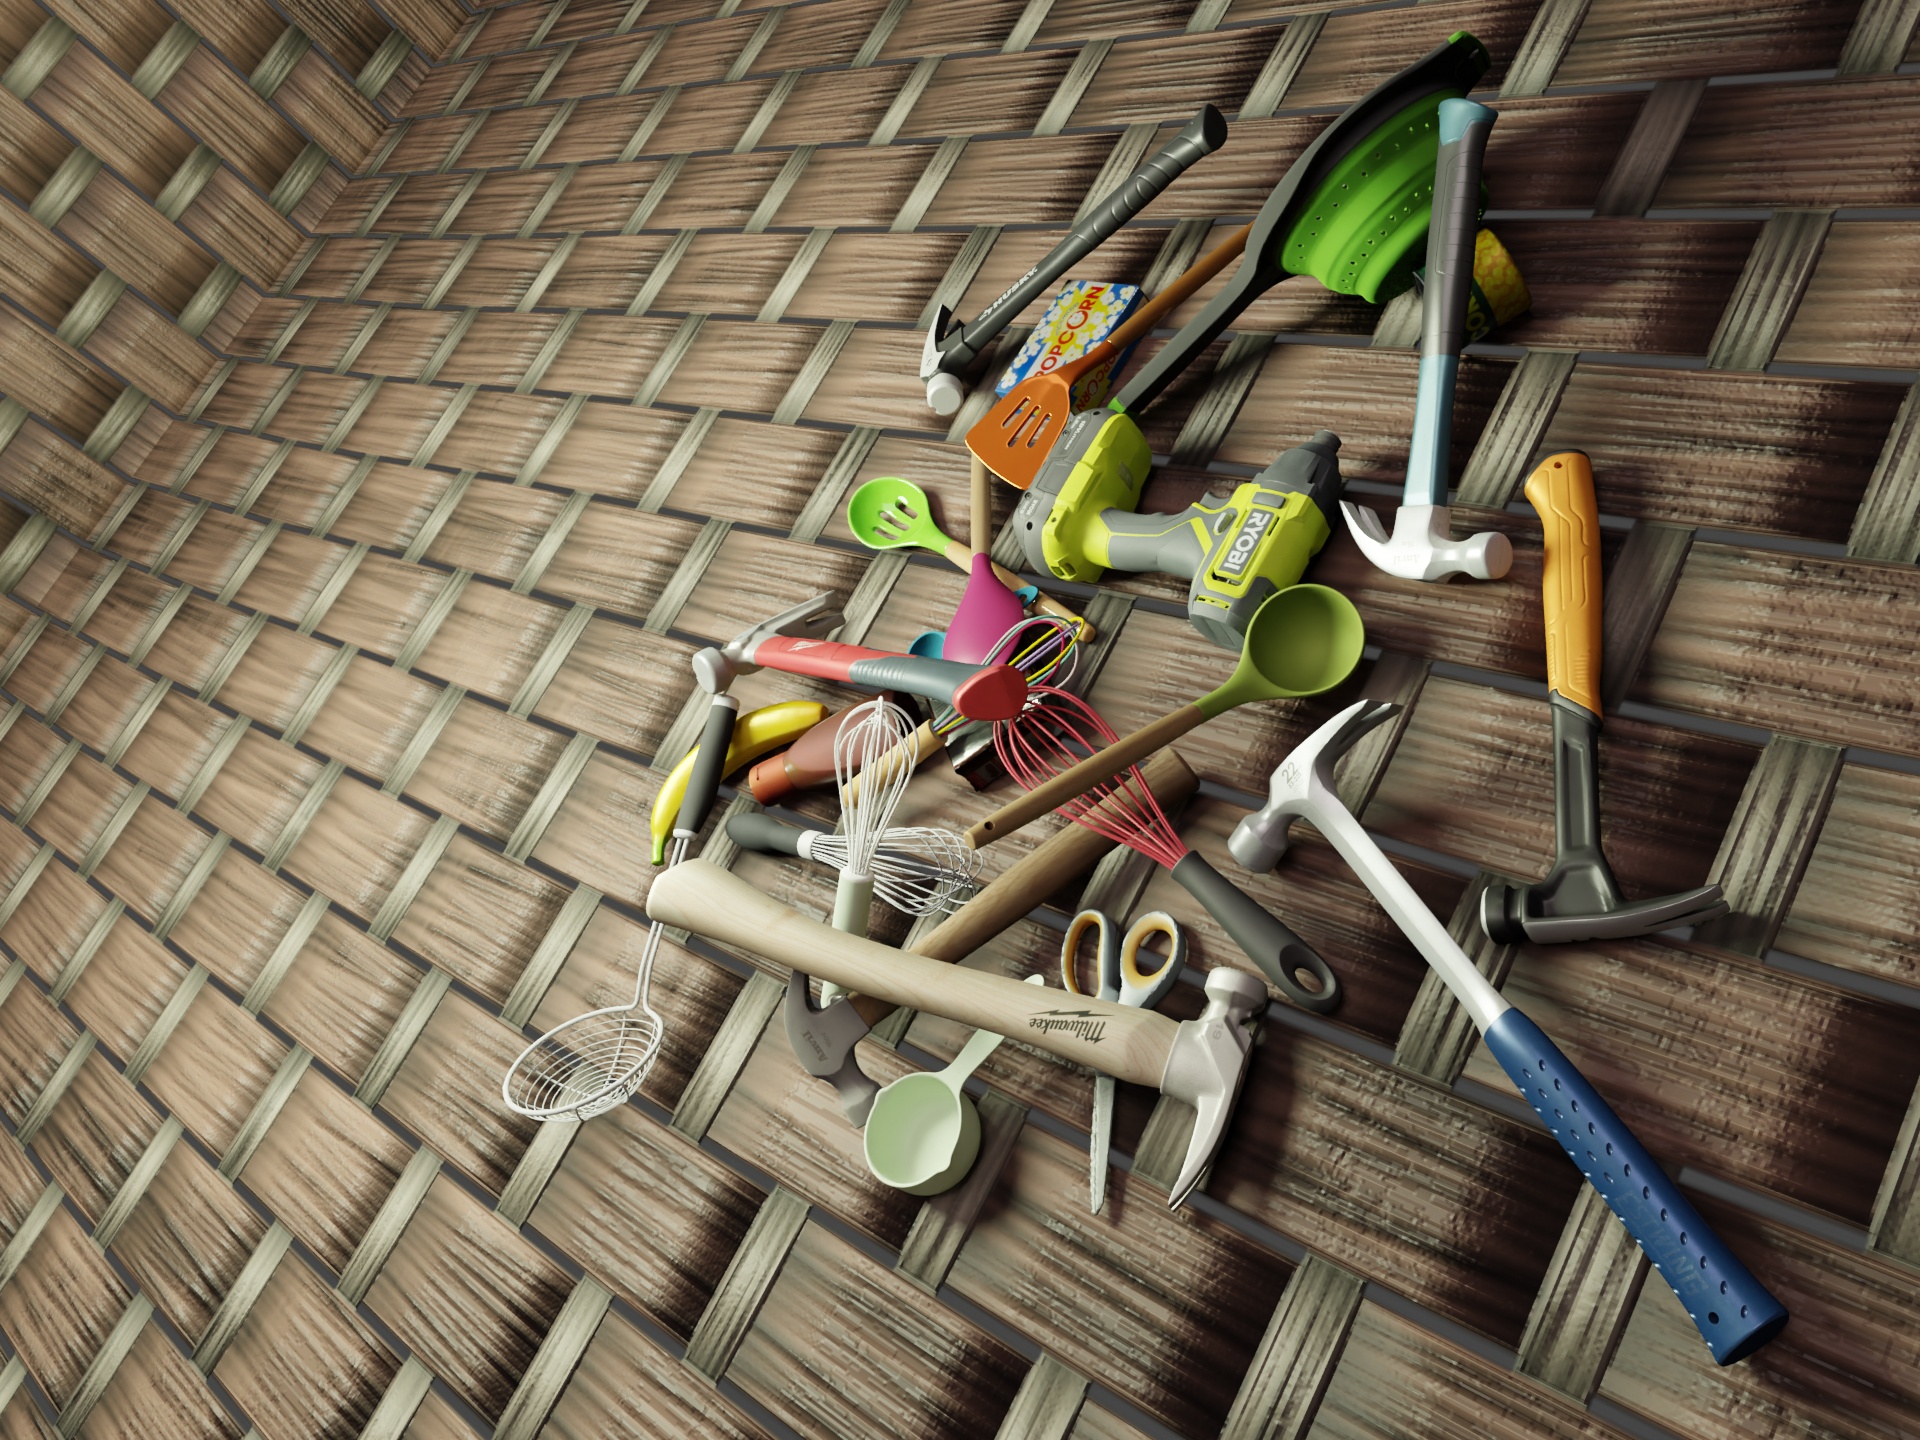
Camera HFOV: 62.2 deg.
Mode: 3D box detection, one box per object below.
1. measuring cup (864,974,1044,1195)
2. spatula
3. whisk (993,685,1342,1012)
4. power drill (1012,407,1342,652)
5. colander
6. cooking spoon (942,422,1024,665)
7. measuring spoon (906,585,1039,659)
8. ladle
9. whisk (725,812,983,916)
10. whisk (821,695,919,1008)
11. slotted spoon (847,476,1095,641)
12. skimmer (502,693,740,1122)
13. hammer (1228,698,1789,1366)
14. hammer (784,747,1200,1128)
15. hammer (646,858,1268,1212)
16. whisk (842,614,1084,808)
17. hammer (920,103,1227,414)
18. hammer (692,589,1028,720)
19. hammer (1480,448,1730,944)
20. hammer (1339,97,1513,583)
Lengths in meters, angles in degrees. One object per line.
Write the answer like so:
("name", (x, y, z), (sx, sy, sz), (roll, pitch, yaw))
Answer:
("measuring cup", (0.007, 0.239, 1.047), (0.167, 0.038, 0.083), (-49, 44, -5))
("spatula", (0.141, -0.315, 1.308), (0.322, 0.041, 0.081), (-41, 61, -13))
("whisk", (0.128, 0.079, 1.011), (0.073, 0.073, 0.296), (-47, 64, 0))
("power drill", (0.164, -0.155, 1.180), (0.223, 0.080, 0.171), (21, 75, 40))
("colander", (0.265, -0.327, 1.208), (0.397, 0.204, 0.094), (-43, 77, 27))
("cooking spoon", (0.016, -0.147, 1.290), (0.069, 0.017, 0.319), (-19, 41, 18))
("measuring spoon", (0.013, -0.069, 1.265), (0.128, 0.021, 0.042), (-30, 53, 22))
("ladle", (0.133, -0.001, 1.005), (0.320, 0.062, 0.078), (-27, 62, -27))
("whisk", (-0.090, 0.101, 1.209), (0.285, 0.070, 0.070), (7, 65, 46))
("whisk", (-0.071, 0.100, 1.116), (0.059, 0.058, 0.246), (-103, 22, -70))
("slotted spoon", (0.007, -0.130, 1.314), (0.070, 0.031, 0.314), (-49, 46, -5))
("skimmer", (-0.255, 0.139, 1.255), (0.127, 0.090, 0.363), (1, 69, 39))
("hammer", (0.290, 0.153, 0.867), (0.144, 0.035, 0.406), (-60, 42, 28))
("hammer", (0.021, 0.128, 1.085), (0.331, 0.031, 0.130), (-37, 89, 0))
("hammer", (-0.023, 0.177, 1.013), (0.411, 0.038, 0.146), (14, 68, 20))
("whisk", (-0.002, -0.003, 1.161), (0.245, 0.051, 0.047), (-37, 50, 28))
("hammer", (0.093, -0.408, 1.380), (0.334, 0.035, 0.146), (-37, 31, 25))
("hammer", (-0.061, -0.048, 1.196), (0.143, 0.038, 0.386), (-29, 21, -27))
("hammer", (0.377, -0.028, 0.955), (0.127, 0.034, 0.337), (-11, 54, 32))
("hammer", (0.324, -0.255, 1.066), (0.128, 0.033, 0.331), (2, 85, 56))
